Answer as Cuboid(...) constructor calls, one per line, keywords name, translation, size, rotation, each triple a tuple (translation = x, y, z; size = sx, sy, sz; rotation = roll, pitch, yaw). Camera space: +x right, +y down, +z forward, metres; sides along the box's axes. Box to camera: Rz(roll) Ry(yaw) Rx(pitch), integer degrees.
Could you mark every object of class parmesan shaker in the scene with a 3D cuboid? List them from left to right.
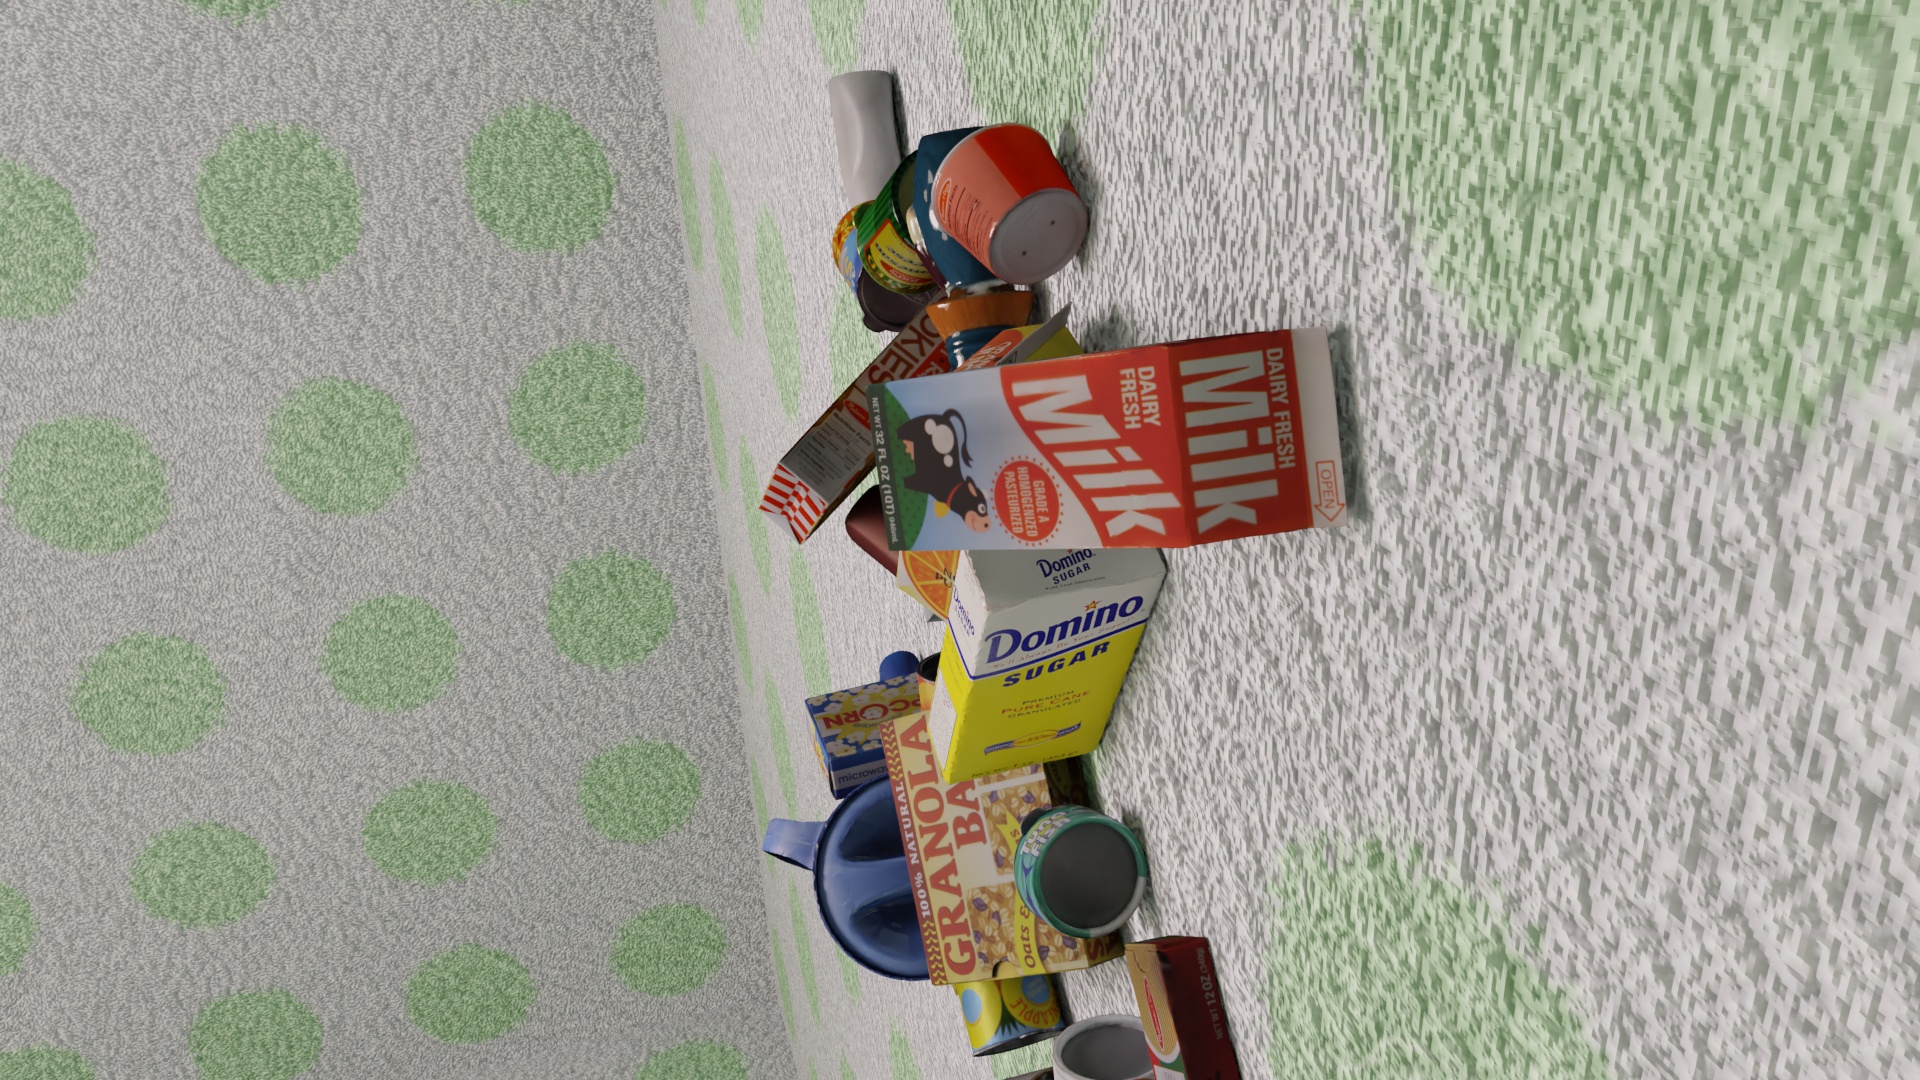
Cuboid(name="parmesan shaker", translation=(-0.023, -0.192, 0.832), size=(0.103, 0.071, 0.071), rotation=(170, 90, -76))

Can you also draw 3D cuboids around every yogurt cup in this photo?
Cuboid(name="yogurt cup", translation=(0.027, -0.163, 0.682), size=(0.072, 0.072, 0.054), rotation=(96, 150, -46))

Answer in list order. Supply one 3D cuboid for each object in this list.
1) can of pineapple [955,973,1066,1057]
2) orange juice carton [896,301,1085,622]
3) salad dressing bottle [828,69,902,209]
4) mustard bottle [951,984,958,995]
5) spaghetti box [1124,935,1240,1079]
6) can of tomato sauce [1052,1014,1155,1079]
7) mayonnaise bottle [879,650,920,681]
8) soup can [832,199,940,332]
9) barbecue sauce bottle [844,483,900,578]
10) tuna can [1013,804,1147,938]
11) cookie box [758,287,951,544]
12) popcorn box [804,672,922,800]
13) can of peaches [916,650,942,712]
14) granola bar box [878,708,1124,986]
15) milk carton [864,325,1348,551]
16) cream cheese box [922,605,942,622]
Cuboid(name="can of pineapple", translation=(0.034, 0.313, 0.945), size=(0.070, 0.071, 0.058), rotation=(109, 149, -61))
Cuboid(name="orange juice carton", translation=(0.022, -0.034, 0.711), size=(0.073, 0.072, 0.191), rotation=(34, 145, 19))
Cuboid(name="salad dressing bottle", translation=(-0.062, -0.258, 0.997), size=(0.064, 0.044, 0.147), rotation=(-159, 60, -71))
Cuboid(name="mustard bottle", translation=(-0.022, 0.311, 1.162), size=(0.048, 0.065, 0.160), rotation=(122, 133, -62))
Cuboid(name="spaghetti box", translation=(0.127, 0.318, 0.667), size=(0.050, 0.029, 0.250), rotation=(129, 130, -71))
Cuboid(name="can of tomato sauce", translation=(0.086, 0.309, 0.749), size=(0.071, 0.071, 0.083), rotation=(-146, 49, -70))
Cuboid(name="mayonnaise bottle", translation=(-0.033, 0.149, 1.144), size=(0.149, 0.041, 0.064), rotation=(-117, 24, -52))
Cuboid(name="soup can", translation=(-0.049, -0.184, 0.935), size=(0.084, 0.071, 0.071), rotation=(-121, 26, -55))
Cuboid(name="barbecue sauce bottle", translation=(-0.001, 0.026, 0.821), size=(0.149, 0.043, 0.065), rotation=(39, -177, 24))
Cuboid(name="tuna can", translation=(0.063, 0.175, 0.742), size=(0.033, 0.071, 0.071), rotation=(173, 88, -74))
Cuboid(name="cookie box", translation=(-0.046, -0.079, 0.831), size=(0.040, 0.168, 0.122), rotation=(42, 163, -3))
Cuboid(name="popcorn box", translation=(-0.042, 0.135, 1.000), size=(0.085, 0.127, 0.038), rotation=(-128, 29, -62))
Cuboid(name="can of peaches", translation=(0.008, 0.109, 0.917), size=(0.071, 0.071, 0.058), rotation=(-139, 42, -68))
Cuboid(name="granola bar box", translation=(0.021, 0.176, 0.835), size=(0.124, 0.039, 0.166), rotation=(-21, 76, 38))
Cuboid(name="milk carton", translation=(0.058, -0.037, 0.534), size=(0.190, 0.074, 0.072), rotation=(-2, 99, 42))
Cuboid(name="cream cheese box", translation=(-0.010, 0.022, 1.010), size=(0.103, 0.024, 0.053), rotation=(124, 136, -69))
